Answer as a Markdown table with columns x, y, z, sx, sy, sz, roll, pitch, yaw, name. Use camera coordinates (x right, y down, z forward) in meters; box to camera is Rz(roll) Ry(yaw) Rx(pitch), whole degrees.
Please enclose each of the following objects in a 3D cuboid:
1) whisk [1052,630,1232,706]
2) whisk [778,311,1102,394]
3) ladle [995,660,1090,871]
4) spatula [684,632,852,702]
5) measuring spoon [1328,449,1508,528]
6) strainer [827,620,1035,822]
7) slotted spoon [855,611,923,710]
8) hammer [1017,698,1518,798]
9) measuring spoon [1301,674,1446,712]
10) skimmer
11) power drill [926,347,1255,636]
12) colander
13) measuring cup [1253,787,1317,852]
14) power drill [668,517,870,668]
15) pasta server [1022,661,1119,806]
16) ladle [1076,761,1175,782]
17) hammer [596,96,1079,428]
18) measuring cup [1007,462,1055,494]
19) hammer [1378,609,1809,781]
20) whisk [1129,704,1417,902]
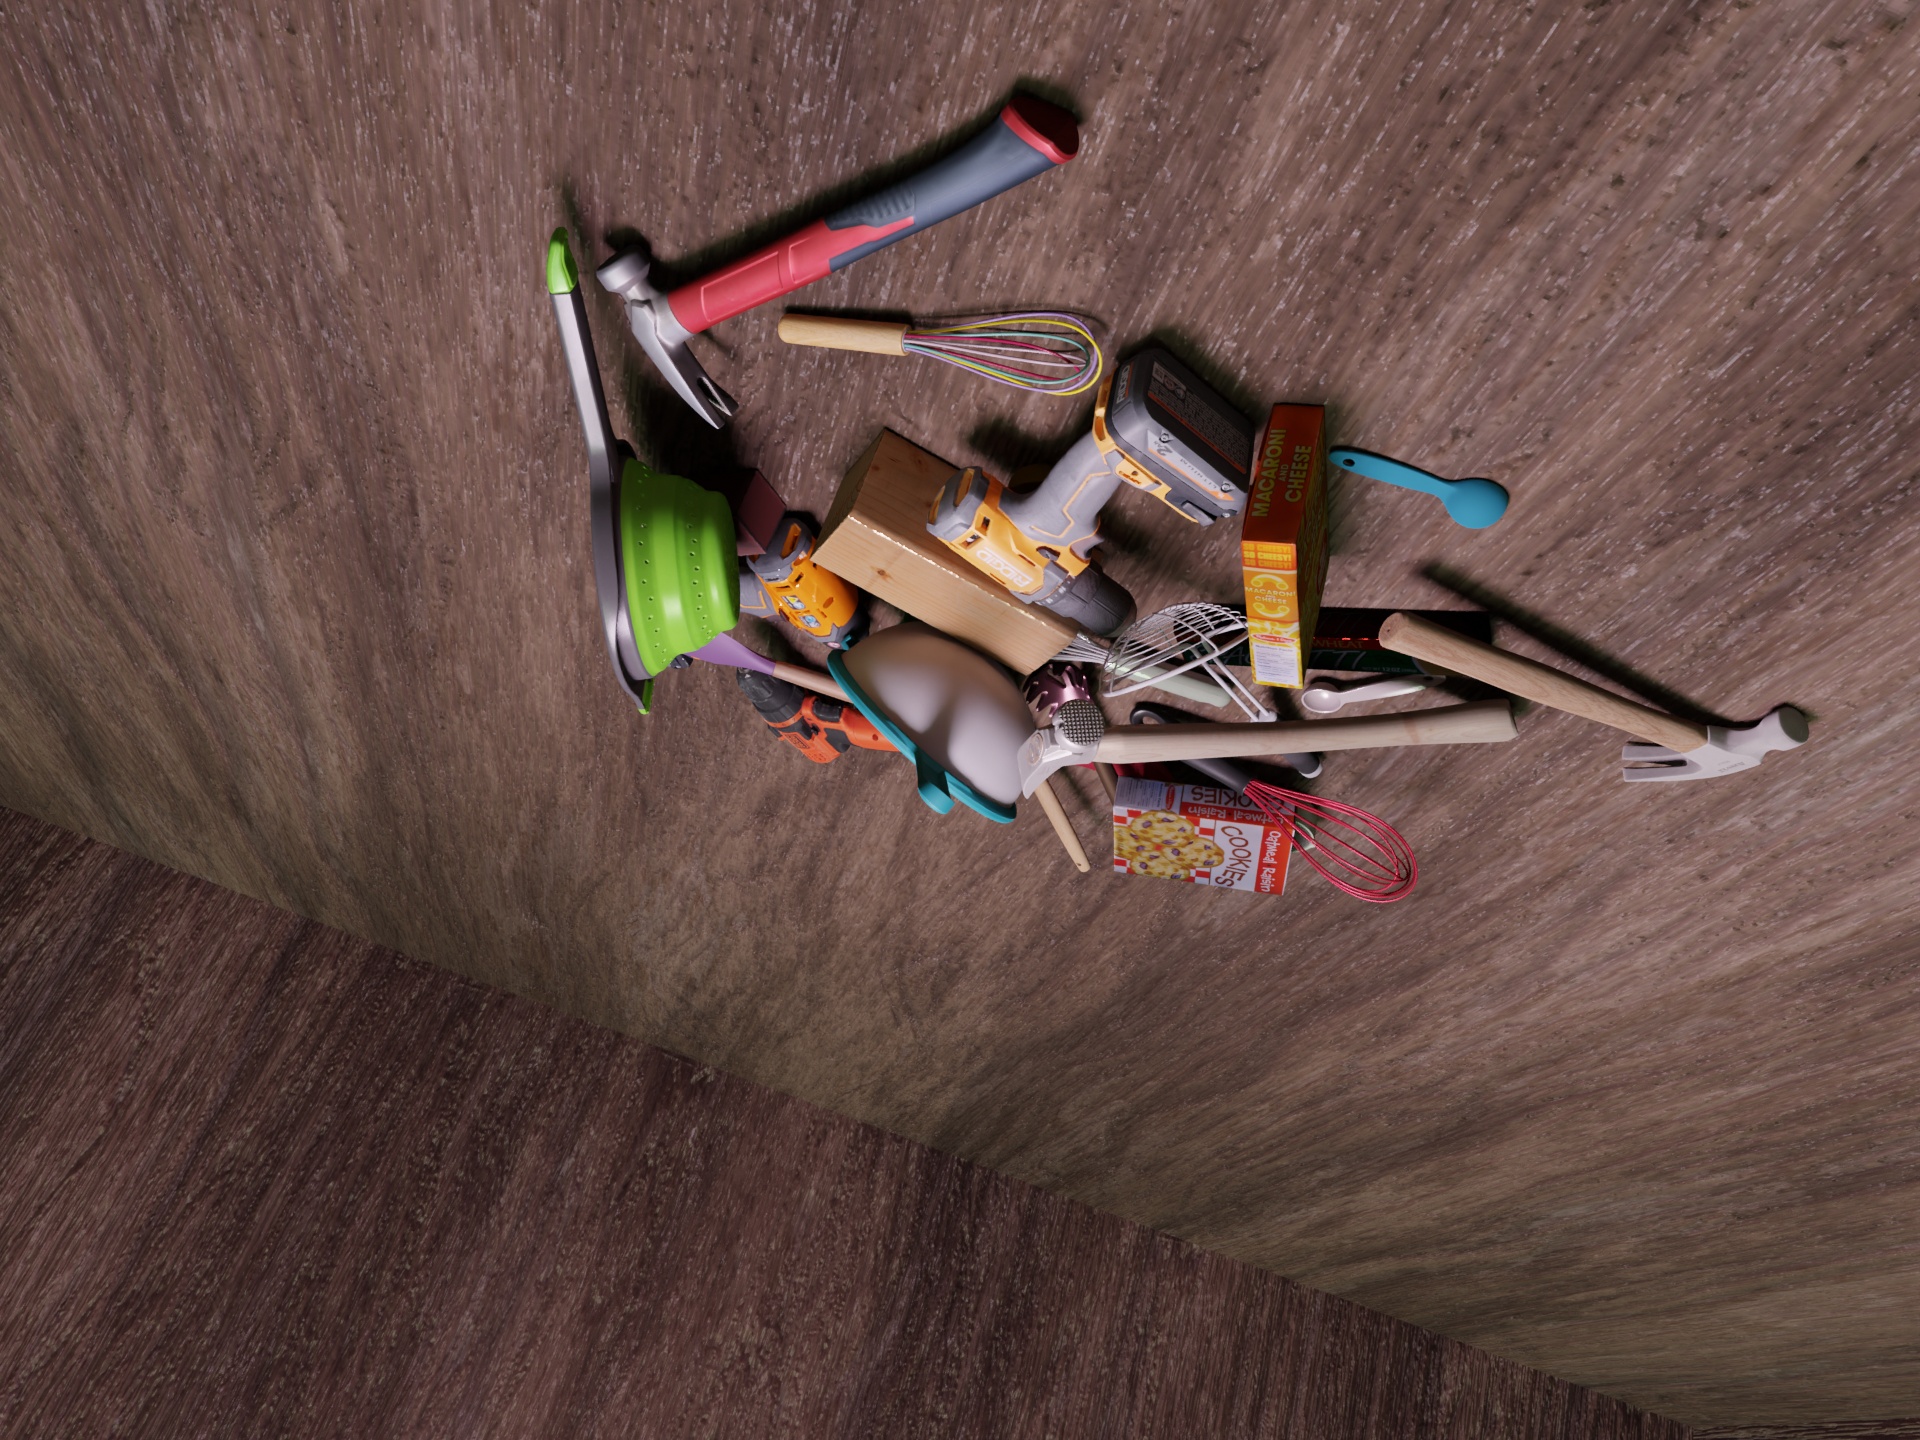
| x | y | z | sx | sy | sz | roll | pitch | yaw | name |
| --- | --- | --- | --- | --- | --- | --- | --- | --- | --- |
| 0.122 | -0.059 | 1.383 | 0.246 | 0.059 | 0.058 | 18 | -164 | -6 | whisk |
| -0.018 | -0.260 | 1.113 | 0.245 | 0.051 | 0.047 | 11 | 157 | 21 | whisk |
| 0.065 | 0.055 | 1.554 | 0.078 | 0.062 | 0.319 | 5 | 141 | 35 | ladle |
| -0.145 | -0.041 | 1.450 | 0.316 | 0.018 | 0.059 | 18 | 147 | -9 | spatula |
| 0.316 | -0.159 | 1.103 | 0.128 | 0.021 | 0.042 | 18 | 152 | 1 | measuring spoon |
| -0.002 | -0.004 | 1.283 | 0.211 | 0.095 | 0.340 | 41 | -173 | -10 | strainer |
| -0.056 | -0.070 | 1.487 | 0.070 | 0.031 | 0.313 | 21 | 153 | -9 | slotted spoon |
| 0.249 | 0.015 | 1.257 | 0.410 | 0.038 | 0.146 | -3 | 162 | -16 | hammer |
| 0.345 | -0.030 | 1.329 | 0.124 | 0.018 | 0.034 | -12 | 139 | 33 | measuring spoon |
| 0.231 | 0.000 | 1.304 | 0.127 | 0.090 | 0.362 | -23 | 146 | 23 | skimmer |
| 0.111 | -0.149 | 1.155 | 0.185 | 0.084 | 0.226 | 33 | 140 | -25 | power drill |
| -0.233 | -0.186 | 1.219 | 0.094 | 0.205 | 0.396 | -5 | 130 | -1 | colander |
| 0.305 | 0.114 | 1.580 | 0.083 | 0.038 | 0.167 | 17 | 154 | 5 | measuring cup |
| -0.195 | -0.105 | 1.456 | 0.226 | 0.084 | 0.164 | -3 | 146 | 30 | power drill |
| 0.133 | 0.046 | 1.508 | 0.060 | 0.040 | 0.315 | -5 | 139 | 24 | pasta server |
| 0.066 | 0.031 | 1.590 | 0.315 | 0.031 | 0.069 | 10 | 145 | 20 | ladle |
| -0.077 | -0.303 | 1.053 | 0.386 | 0.038 | 0.143 | -10 | 127 | 40 | hammer |
| 0.088 | -0.196 | 1.188 | 0.062 | 0.029 | 0.156 | 27 | 139 | -19 | measuring cup |
| 0.465 | -0.018 | 1.209 | 0.331 | 0.031 | 0.130 | 18 | 154 | -15 | hammer |
| 0.275 | 0.068 | 1.422 | 0.296 | 0.073 | 0.073 | 33 | 157 | 20 | whisk |
